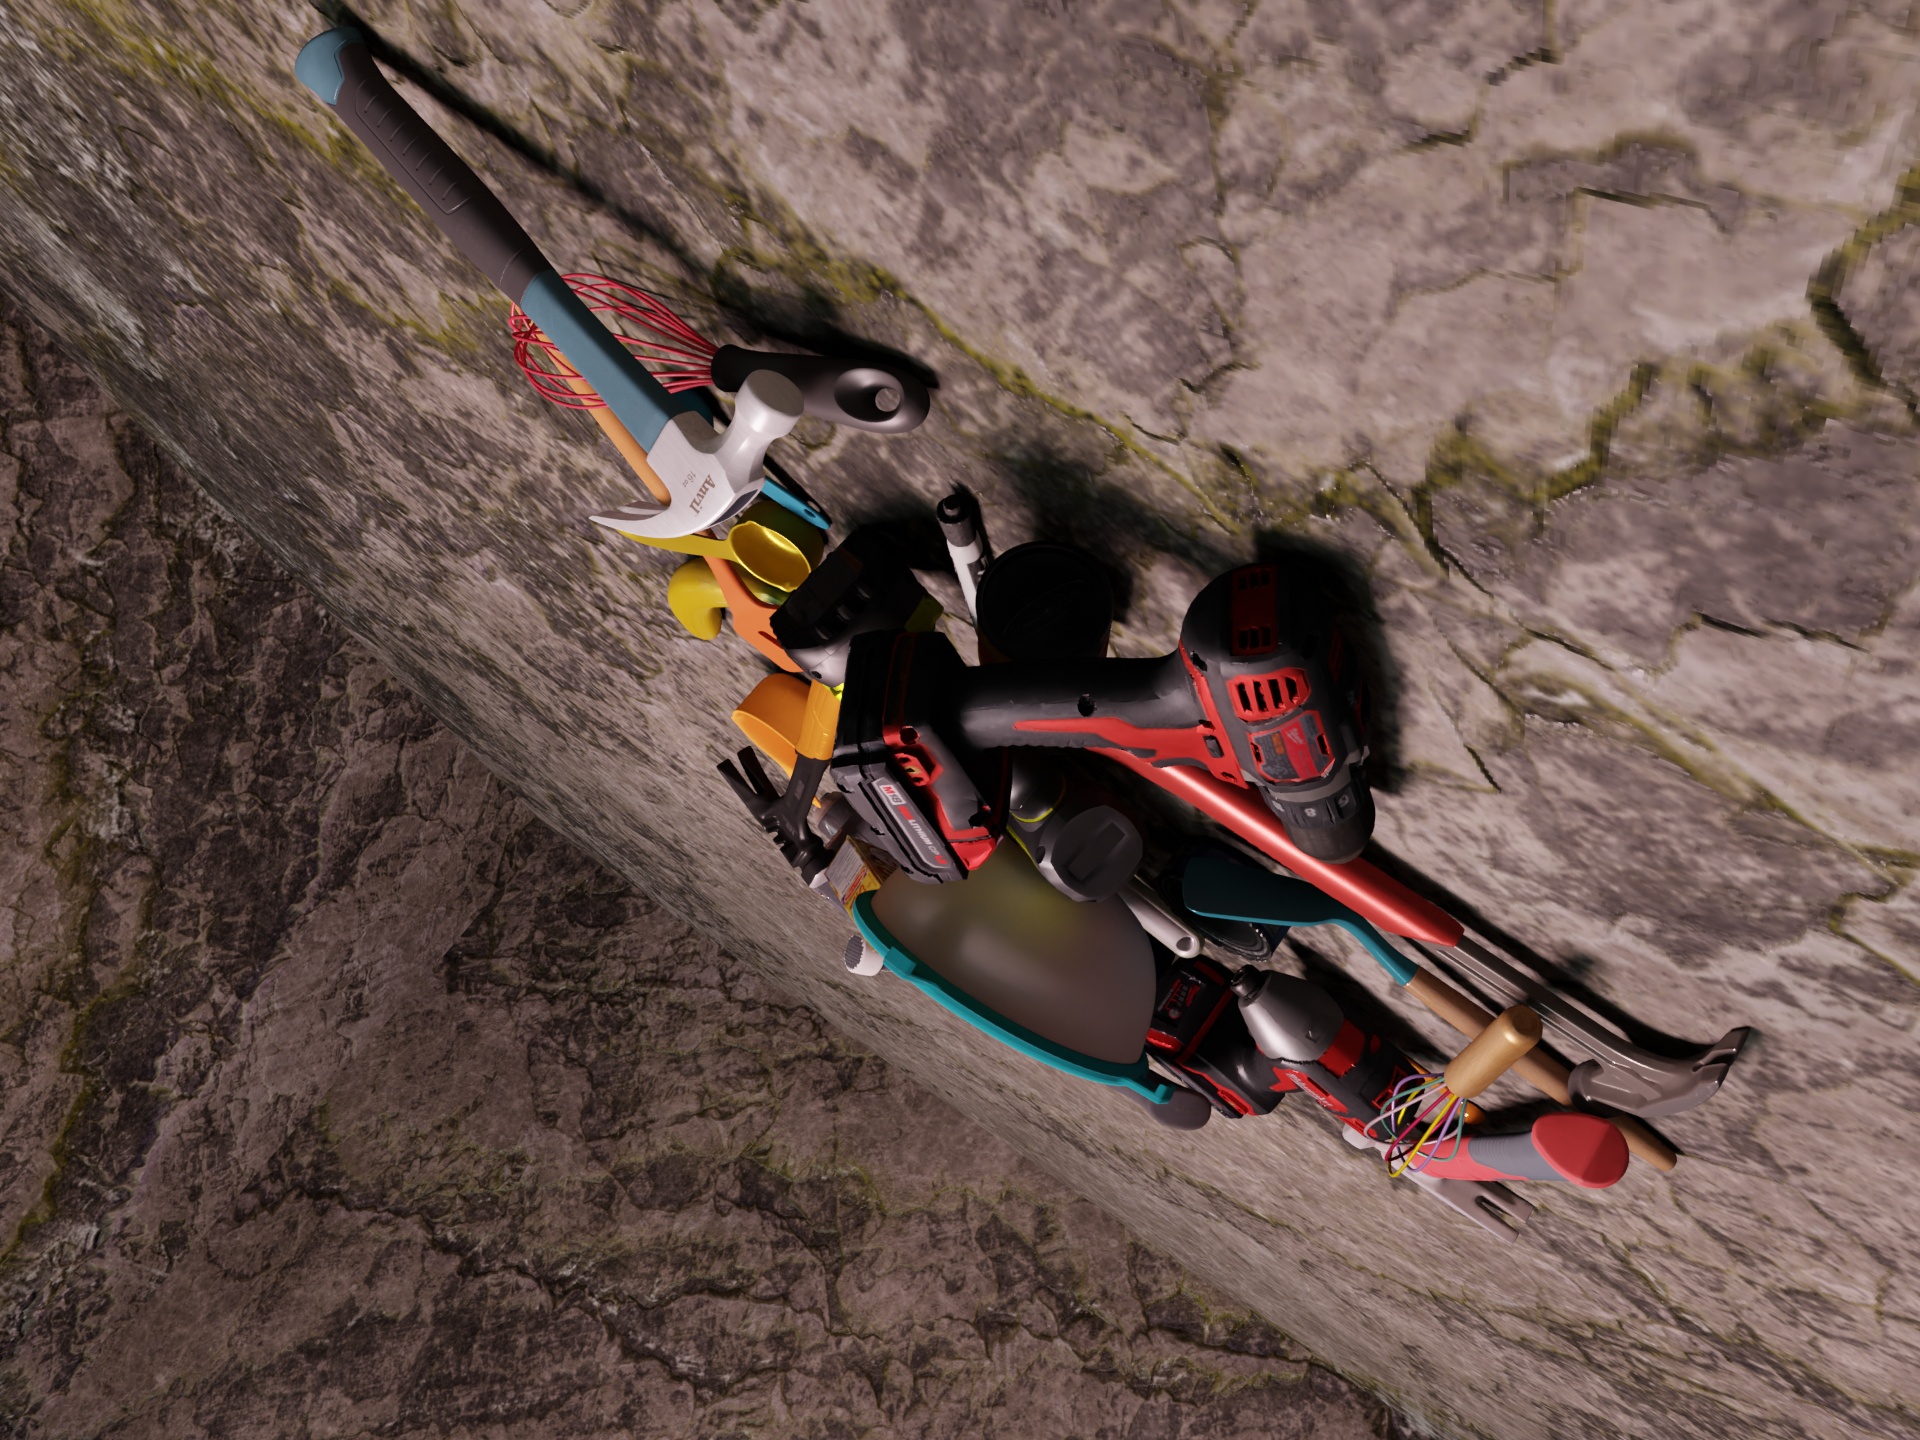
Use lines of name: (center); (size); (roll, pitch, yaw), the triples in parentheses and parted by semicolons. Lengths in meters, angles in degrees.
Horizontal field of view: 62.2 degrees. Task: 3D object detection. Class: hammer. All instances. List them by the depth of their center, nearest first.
hammer: (-0.215, -0.222, 0.783); (0.331, 0.033, 0.128); (48, 129, 9)
hammer: (0.212, 0.086, 0.821); (0.359, 0.037, 0.149); (34, 163, 11)
hammer: (0.346, 0.283, 0.998); (0.143, 0.038, 0.386); (33, 168, 10)
hammer: (-0.103, 0.004, 1.121); (0.127, 0.034, 0.336); (50, 151, 13)
hammer: (0.060, 0.246, 1.278); (0.149, 0.036, 0.409); (16, 179, -32)

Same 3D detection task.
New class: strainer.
strainer: (0.036, 0.116, 1.053); (0.211, 0.095, 0.340); (28, -173, -14)

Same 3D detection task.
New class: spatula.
spatula: (0.268, 0.166, 0.901); (0.317, 0.044, 0.082); (36, -161, -1)
spatula: (-0.177, -0.143, 1.023); (0.081, 0.041, 0.322); (-13, 125, 37)

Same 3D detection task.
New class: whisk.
whisk: (-0.130, -0.179, 0.799); (0.296, 0.073, 0.073); (19, 155, 35)
whisk: (0.269, 0.206, 0.869); (0.051, 0.047, 0.244); (45, 160, 20)
whisk: (0.078, 0.089, 1.092); (0.246, 0.058, 0.059); (39, -162, -16)

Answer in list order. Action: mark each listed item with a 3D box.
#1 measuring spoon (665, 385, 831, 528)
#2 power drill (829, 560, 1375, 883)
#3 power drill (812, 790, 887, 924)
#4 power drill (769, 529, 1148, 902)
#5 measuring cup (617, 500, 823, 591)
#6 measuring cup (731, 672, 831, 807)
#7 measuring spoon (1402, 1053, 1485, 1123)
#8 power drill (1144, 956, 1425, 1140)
measuring spoon: (-0.124, -0.155, 0.924); (0.128, 0.021, 0.042); (34, 163, -21)
power drill: (0.075, 0.017, 0.725); (0.227, 0.080, 0.187); (-8, 143, 20)
power drill: (-0.067, 0.126, 1.366); (0.185, 0.084, 0.226); (41, -179, 8)
power drill: (-0.001, -0.003, 0.927); (0.228, 0.080, 0.191); (44, -179, -19)
measuring cup: (-0.152, -0.118, 0.993); (0.157, 0.029, 0.062); (13, 147, 30)
measuring cup: (-0.127, 0.020, 1.317); (0.095, 0.052, 0.173); (31, 164, 22)
measuring spoon: (0.301, 0.236, 1.073); (0.117, 0.011, 0.021); (35, 163, 11)
power drill: (0.209, 0.220, 1.099); (0.143, 0.078, 0.219); (40, 163, -7)
